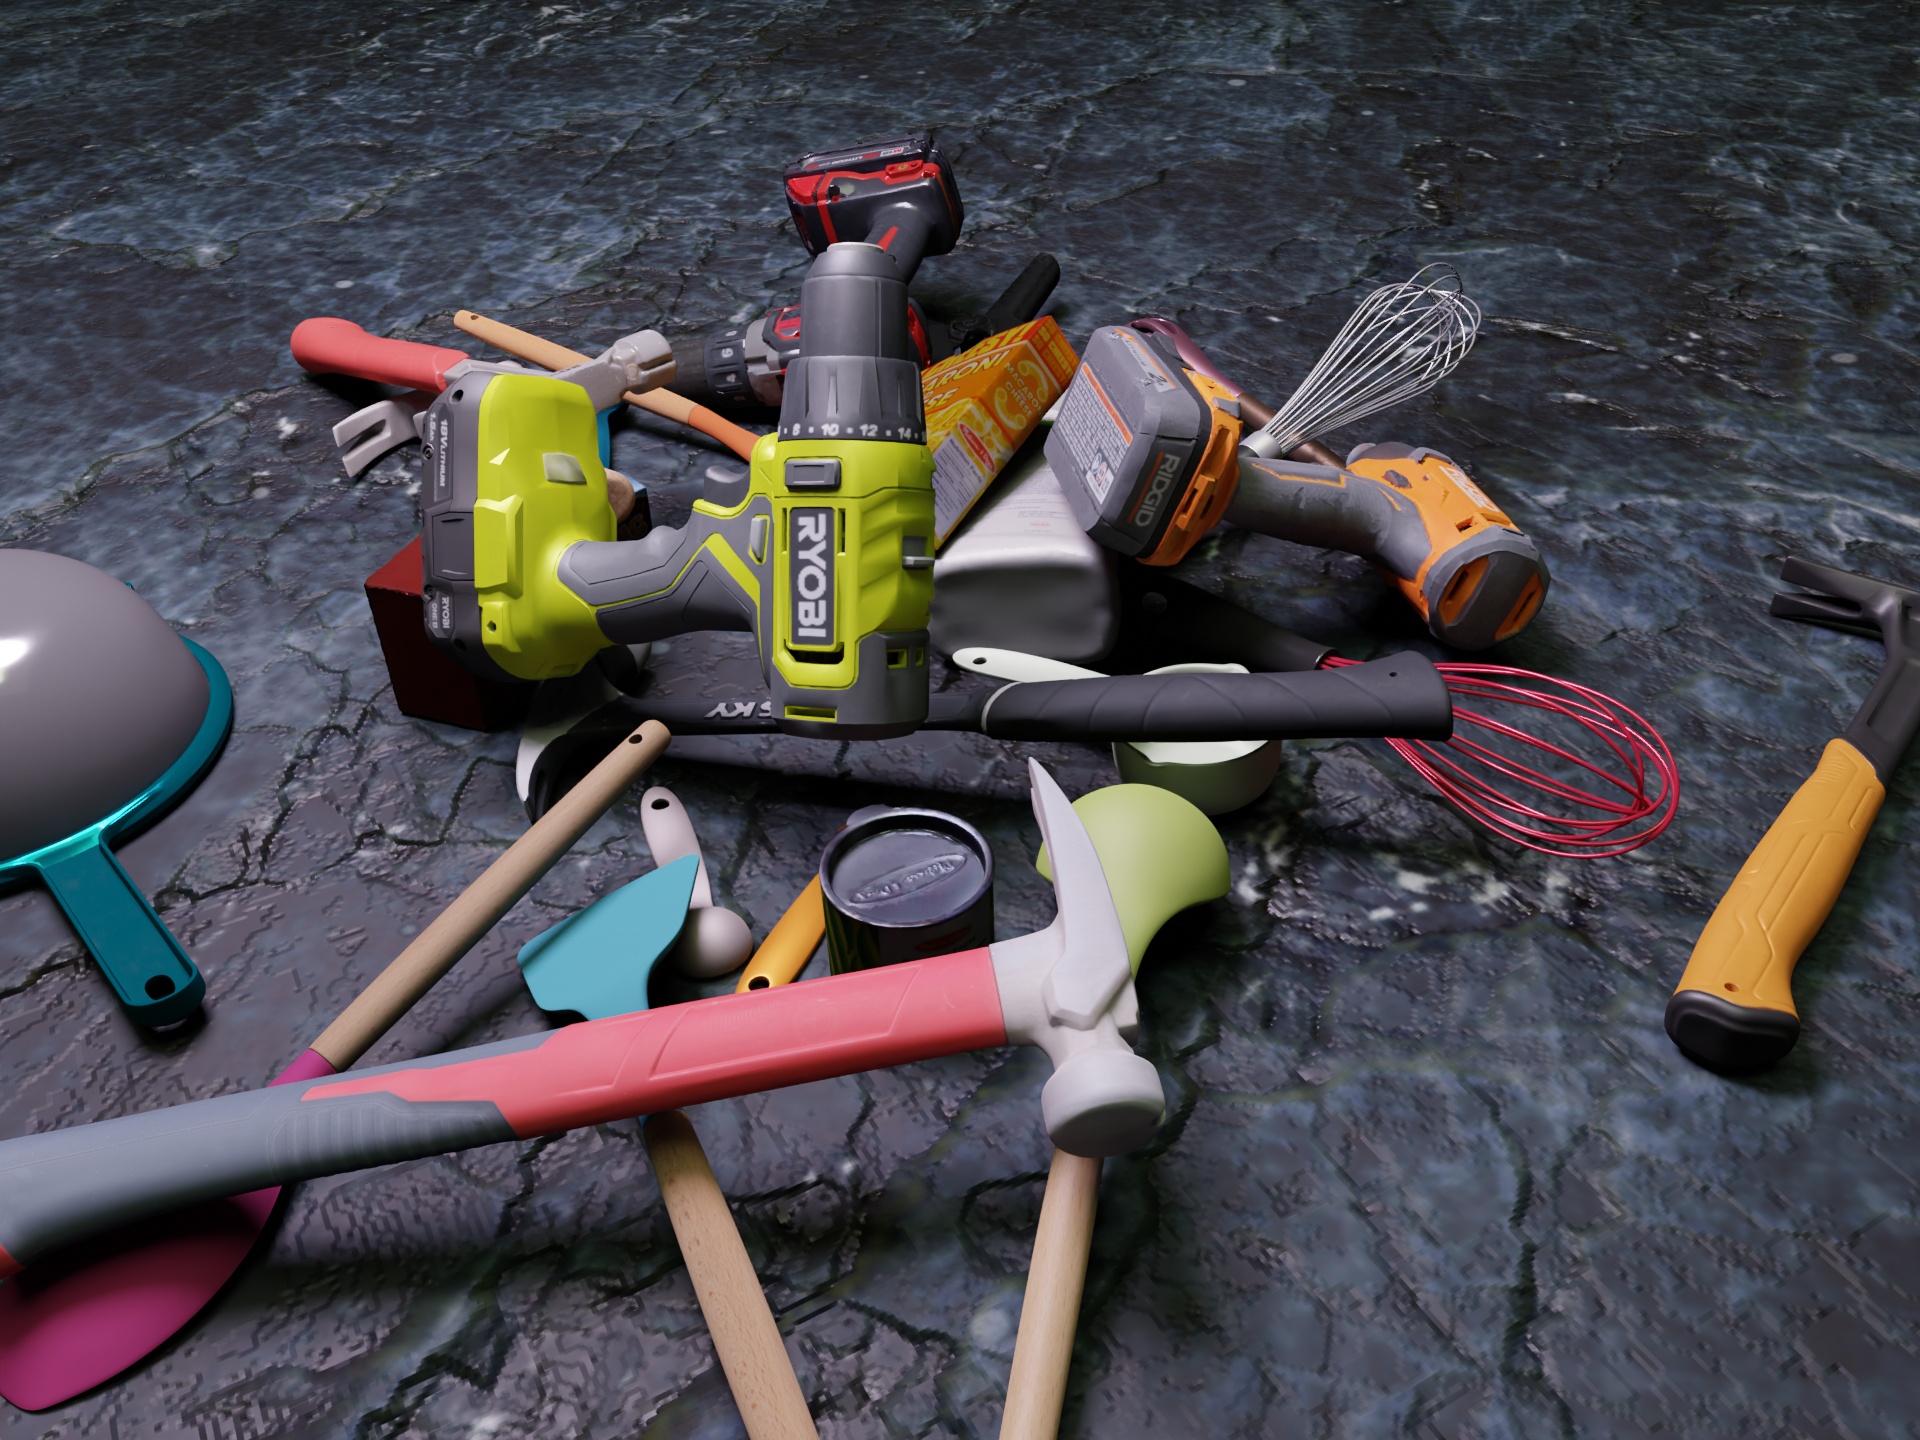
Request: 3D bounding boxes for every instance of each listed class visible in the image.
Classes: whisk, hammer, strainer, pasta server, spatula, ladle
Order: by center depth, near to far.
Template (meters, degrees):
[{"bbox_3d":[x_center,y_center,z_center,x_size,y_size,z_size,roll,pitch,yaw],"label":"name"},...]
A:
[{"bbox_3d":[-0.137,0.106,0.526,0.386,0.038,0.143,-11,48,-2],"label":"hammer"},{"bbox_3d":[-0.084,0.158,0.529,0.082,0.044,0.318,-29,49,-5],"label":"spatula"},{"bbox_3d":[0.043,0.141,0.548,0.078,0.062,0.320,7,45,10],"label":"ladle"},{"bbox_3d":[0.367,0.030,0.678,0.127,0.034,0.337,26,45,30],"label":"hammer"},{"bbox_3d":[-0.411,0.009,0.683,0.211,0.095,0.341,-29,44,-32],"label":"strainer"},{"bbox_3d":[-0.001,-0.002,0.687,0.409,0.036,0.149,-1,37,14],"label":"hammer"},{"bbox_3d":[0.182,-0.015,0.725,0.073,0.073,0.296,-30,40,-32],"label":"whisk"},{"bbox_3d":[-0.259,-0.151,0.886,0.130,0.031,0.332,-24,29,-24],"label":"hammer"},{"bbox_3d":[0.190,-0.166,0.894,0.284,0.070,0.070,-39,49,-17],"label":"whisk"},{"bbox_3d":[-0.325,-0.207,0.945,0.149,0.036,0.359,-30,33,-33],"label":"hammer"},{"bbox_3d":[0.185,-0.173,0.961,0.060,0.040,0.317,-20,45,-22],"label":"pasta server"},{"bbox_3d":[-0.183,-0.202,0.976,0.323,0.041,0.081,24,53,17],"label":"spatula"}]

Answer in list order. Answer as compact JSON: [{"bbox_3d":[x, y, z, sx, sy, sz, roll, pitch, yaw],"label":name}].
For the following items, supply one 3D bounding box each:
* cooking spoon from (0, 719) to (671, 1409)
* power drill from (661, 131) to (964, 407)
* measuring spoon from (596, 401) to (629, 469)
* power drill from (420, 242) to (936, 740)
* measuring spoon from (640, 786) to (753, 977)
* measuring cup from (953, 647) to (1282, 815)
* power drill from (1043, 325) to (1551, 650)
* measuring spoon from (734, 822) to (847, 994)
[{"bbox_3d":[-0.213,0.105,0.580,0.069,0.017,0.319,21,52,27],"label":"cooking spoon"},{"bbox_3d":[-0.097,-0.285,1.048,0.188,0.080,0.227,-4,48,19],"label":"power drill"},{"bbox_3d":[-0.225,-0.169,0.981,0.042,0.021,0.129,0,46,-9],"label":"measuring spoon"},{"bbox_3d":[-0.114,-0.094,0.665,0.228,0.190,0.080,4,7,27],"label":"power drill"},{"bbox_3d":[-0.117,0.061,0.668,0.034,0.018,0.124,-14,38,-16],"label":"measuring spoon"},{"bbox_3d":[0.068,0.000,0.730,0.168,0.038,0.083,16,42,31],"label":"measuring cup"},{"bbox_3d":[0.162,-0.119,0.788,0.226,0.084,0.164,14,29,-19],"label":"power drill"},{"bbox_3d":[-0.062,0.077,0.649,0.021,0.011,0.117,12,39,18],"label":"measuring spoon"}]
